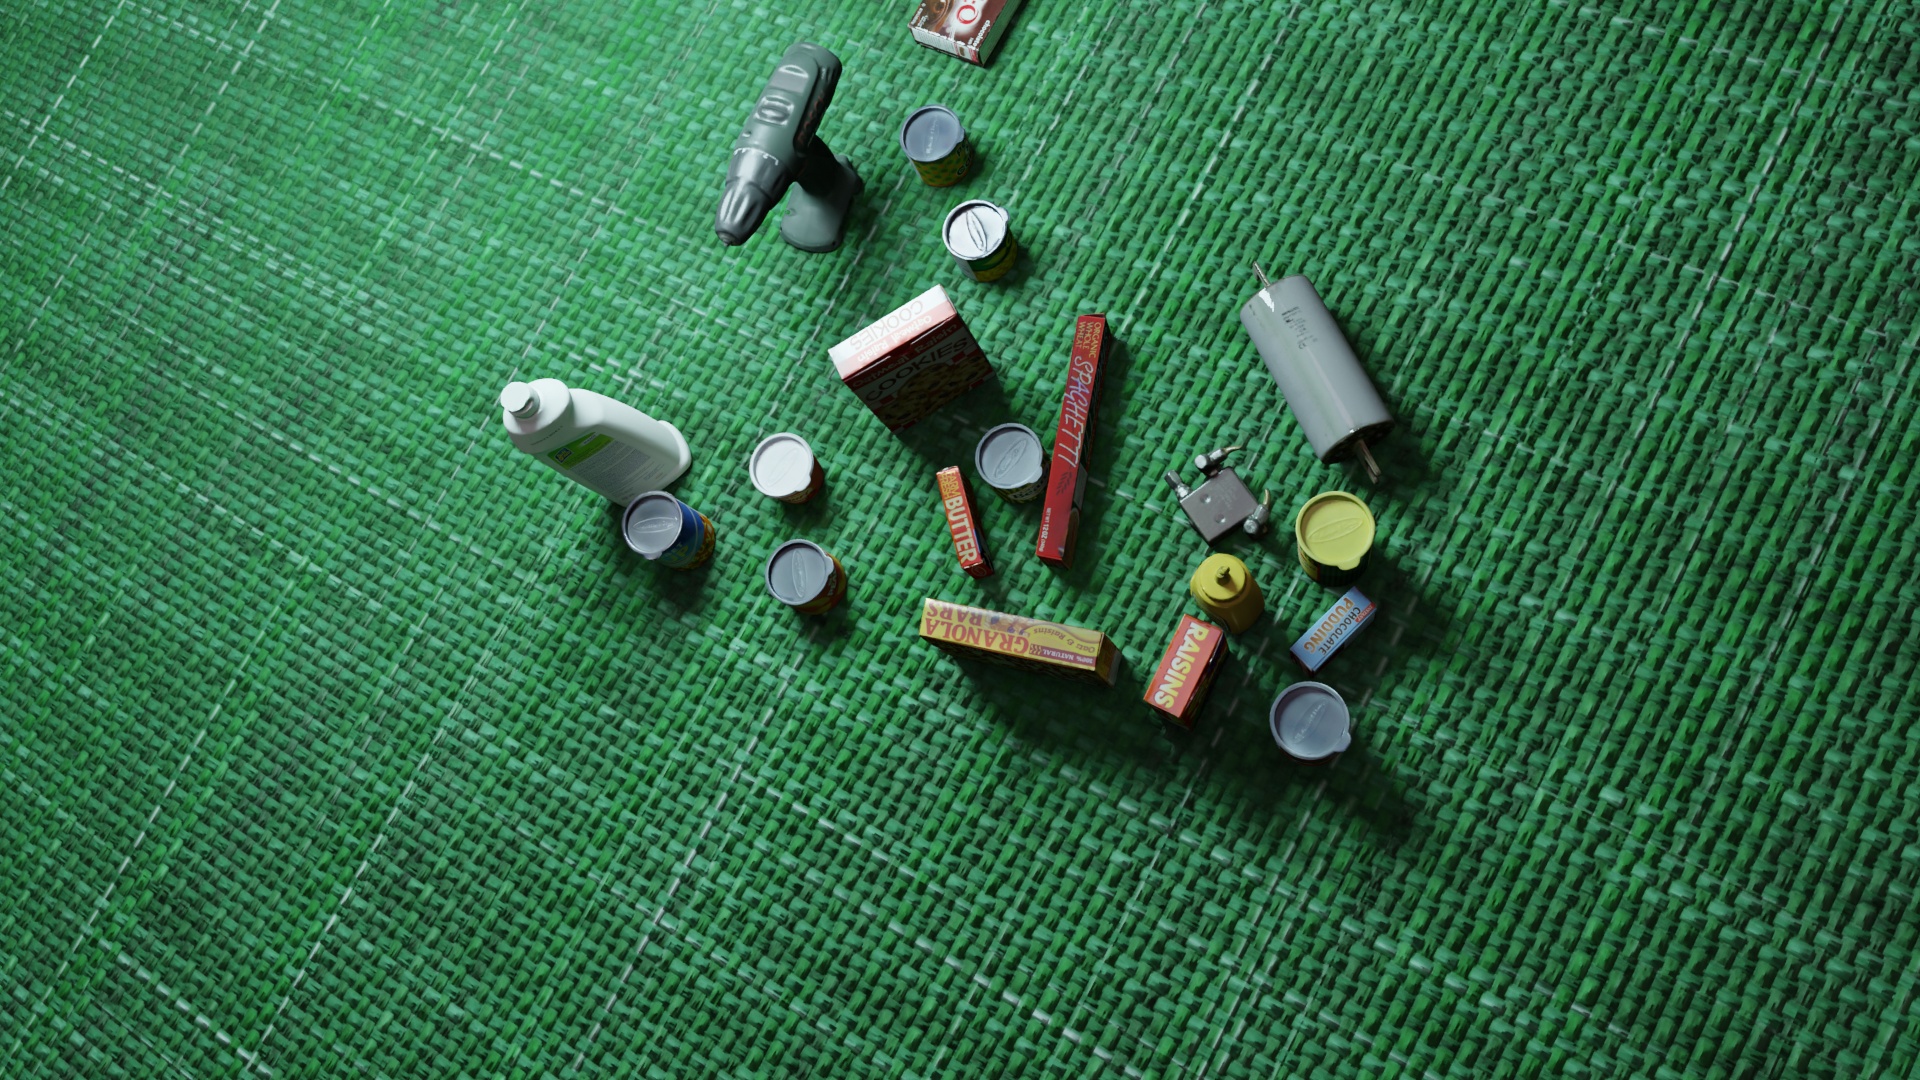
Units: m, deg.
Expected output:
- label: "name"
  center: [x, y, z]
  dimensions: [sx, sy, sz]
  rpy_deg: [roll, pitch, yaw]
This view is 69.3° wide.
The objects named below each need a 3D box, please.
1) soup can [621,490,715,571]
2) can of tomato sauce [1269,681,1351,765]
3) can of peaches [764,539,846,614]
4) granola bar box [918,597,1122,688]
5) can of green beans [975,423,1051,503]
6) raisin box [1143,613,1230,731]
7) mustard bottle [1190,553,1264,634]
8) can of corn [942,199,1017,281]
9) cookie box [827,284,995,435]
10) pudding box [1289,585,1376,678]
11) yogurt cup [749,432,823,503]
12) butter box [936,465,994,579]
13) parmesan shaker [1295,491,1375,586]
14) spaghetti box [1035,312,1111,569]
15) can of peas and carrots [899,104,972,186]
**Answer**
- label: "soup can"
  center: [-0.296, -0.006, 1.412]
  dimensions: [0.071, 0.083, 0.071]
  rpy_deg: [-3, 76, 13]
- label: "can of tomato sauce"
  center: [0.308, 0.163, 1.218]
  dimensions: [0.071, 0.083, 0.071]
  rpy_deg: [-3, 76, 13]
- label: "can of peaches"
  center: [-0.150, 0.037, 1.378]
  dimensions: [0.071, 0.058, 0.071]
  rpy_deg: [-3, 76, 13]
- label: "granola bar box"
  center: [0.057, 0.096, 1.276]
  dimensions: [0.165, 0.124, 0.039]
  rpy_deg: [10, 79, 16]
- label: "can of green beans"
  center: [0.053, -0.074, 1.356]
  dimensions: [0.071, 0.057, 0.071]
  rpy_deg: [-3, 76, 13]
- label: "raisin box"
  center: [0.203, 0.120, 1.234]
  dimensions: [0.040, 0.123, 0.086]
  rpy_deg: [26, 84, 19]
- label: "mustard bottle"
  center: [0.233, 0.042, 1.227]
  dimensions: [0.065, 0.160, 0.049]
  rpy_deg: [42, 89, 19]
- label: "can of corn"
  center: [0.023, -0.307, 1.423]
  dimensions: [0.071, 0.058, 0.071]
  rpy_deg: [-3, 76, 13]
- label: "cookie box"
  center: [-0.043, -0.171, 1.347]
  dimensions: [0.123, 0.167, 0.040]
  rpy_deg: [-31, 71, 5]
- label: "pudding box"
  center: [0.335, 0.084, 1.250]
  dimensions: [0.083, 0.049, 0.030]
  rpy_deg: [-45, 71, 0]
- label: "yogurt cup"
  center: [-0.174, -0.070, 1.414]
  dimensions: [0.072, 0.054, 0.072]
  rpy_deg: [-3, 76, 13]
- label: "butter box"
  center: [0.005, -0.017, 1.356]
  dimensions: [0.024, 0.053, 0.104]
  rpy_deg: [-18, 73, 9]
- label: "parmesan shaker"
  center: [0.335, 0.003, 1.242]
  dimensions: [0.071, 0.103, 0.071]
  rpy_deg: [-3, 76, 13]
- label: "spaghetti box"
  center: [0.112, -0.098, 1.351]
  dimensions: [0.029, 0.050, 0.250]
  rpy_deg: [7, 78, 16]
- label: "can of peas and carrots"
  center: [-0.022, -0.415, 1.461]
  dimensions: [0.071, 0.058, 0.071]
  rpy_deg: [-3, 76, 13]
